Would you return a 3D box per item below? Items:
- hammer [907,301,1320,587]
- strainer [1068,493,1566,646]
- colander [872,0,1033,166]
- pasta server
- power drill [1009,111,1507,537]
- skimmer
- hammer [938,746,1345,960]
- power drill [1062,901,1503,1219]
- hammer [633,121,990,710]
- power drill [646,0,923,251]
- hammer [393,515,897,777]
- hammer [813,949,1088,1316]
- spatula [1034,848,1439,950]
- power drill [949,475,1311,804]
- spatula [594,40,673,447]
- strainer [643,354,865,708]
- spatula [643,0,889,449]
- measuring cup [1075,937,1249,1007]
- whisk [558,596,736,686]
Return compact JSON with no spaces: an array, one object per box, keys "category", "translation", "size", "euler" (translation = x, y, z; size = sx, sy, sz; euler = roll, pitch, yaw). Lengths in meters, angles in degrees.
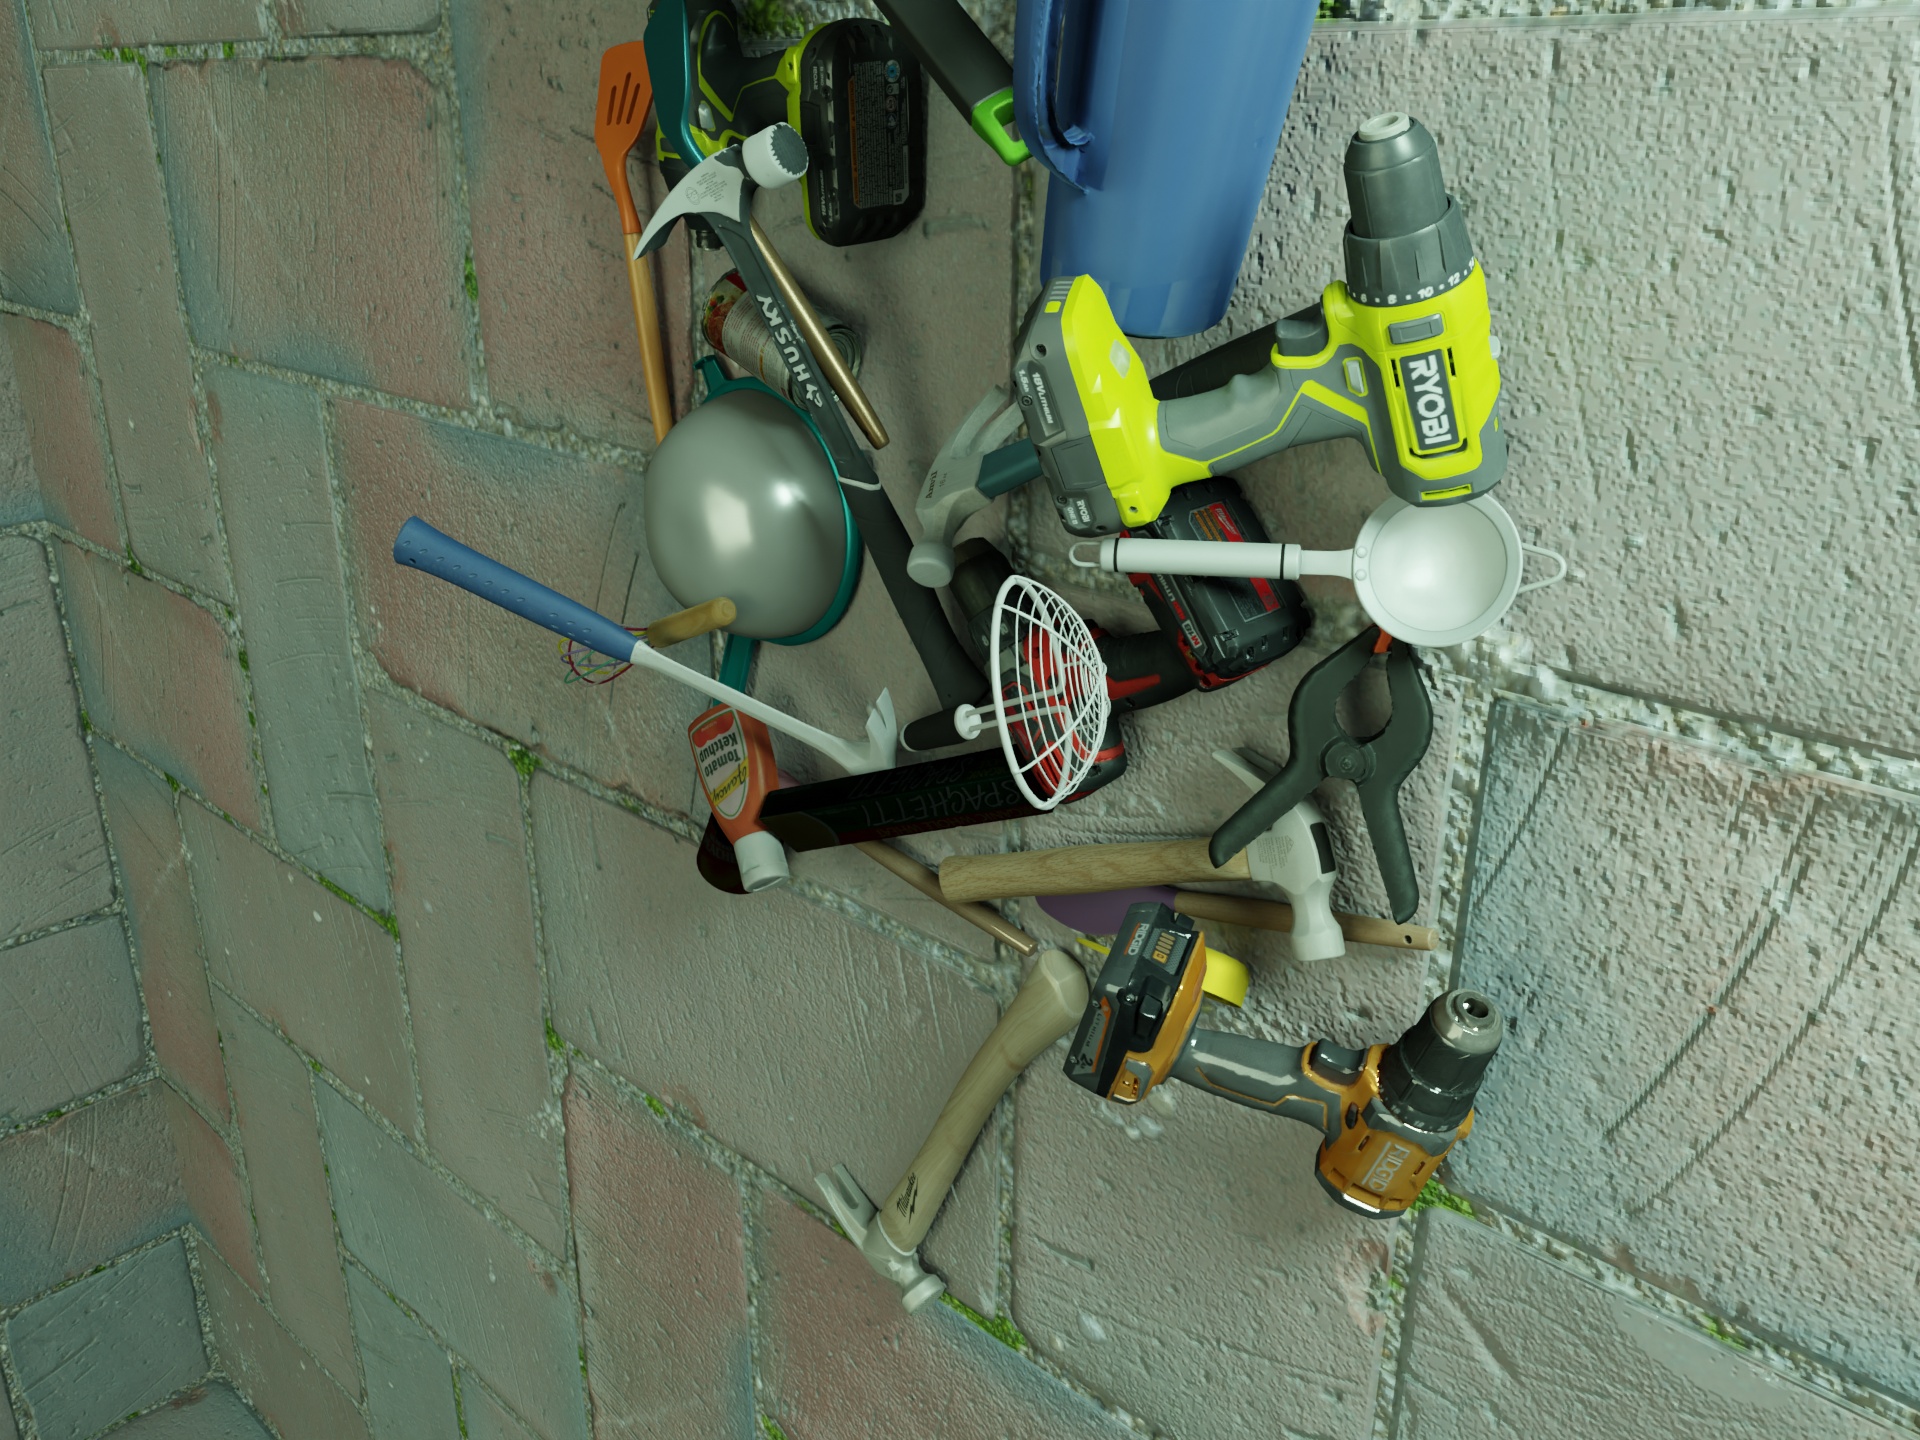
[{"category":"hammer","translation":[0.102,-0.179,0.928],"size":[0.331,0.033,0.128],"euler":[-17,50,39]},{"category":"strainer","translation":[0.186,-0.086,0.854],"size":[0.258,0.050,0.087],"euler":[4,92,14]},{"category":"colander","translation":[-0.067,-0.450,0.949],"size":[0.397,0.204,0.094],"euler":[56,167,17]},{"category":"pasta server","translation":[-0.068,0.107,1.240],"size":[0.316,0.060,0.040],"euler":[29,108,30]},{"category":"power drill","translation":[0.147,-0.186,0.796],"size":[0.228,0.080,0.190],"euler":[-8,127,22]},{"category":"skimmer","translation":[-0.002,-0.003,0.983],"size":[0.363,0.090,0.127],"euler":[164,99,-70]},{"category":"hammer","translation":[0.103,0.094,1.051],"size":[0.331,0.031,0.130],"euler":[-10,87,47]},{"category":"power drill","translation":[0.188,0.188,0.927],"size":[0.226,0.084,0.185],"euler":[23,135,10]},{"category":"hammer","translation":[-0.081,-0.177,1.068],"size":[0.149,0.036,0.408],"euler":[-10,114,39]},{"category":"power drill","translation":[-0.128,-0.398,1.084],"size":[0.223,0.080,0.171],"euler":[25,126,41]},{"category":"hammer","translation":[-0.231,-0.051,1.183],"size":[0.405,0.035,0.144],"euler":[26,146,0]},{"category":"hammer","translation":[-0.006,0.312,1.259],"size":[0.146,0.038,0.410],"euler":[47,132,24]},{"category":"spatula","translation":[0.163,0.123,1.028],"size":[0.316,0.018,0.059],"euler":[2,102,46]},{"category":"power drill","translation":[0.087,-0.067,0.994],"size":[0.226,0.080,0.188],"euler":[-37,78,49]},{"category":"spatula","translation":[-0.247,-0.361,1.255],"size":[0.081,0.041,0.322],"euler":[15,119,41]},{"category":"strainer","translation":[-0.193,-0.099,1.246],"size":[0.211,0.095,0.340],"euler":[37,127,30]},{"category":"spatula","translation":[-0.128,-0.323,1.052],"size":[0.317,0.044,0.082],"euler":[58,153,-11]},{"category":"measuring cup","translation":[0.131,0.156,1.063],"size":[0.157,0.062,0.029],"euler":[13,77,56]},{"category":"whisk","translation":[-0.251,-0.064,1.245],"size":[0.245,0.051,0.047],"euler":[-12,112,49]}]
